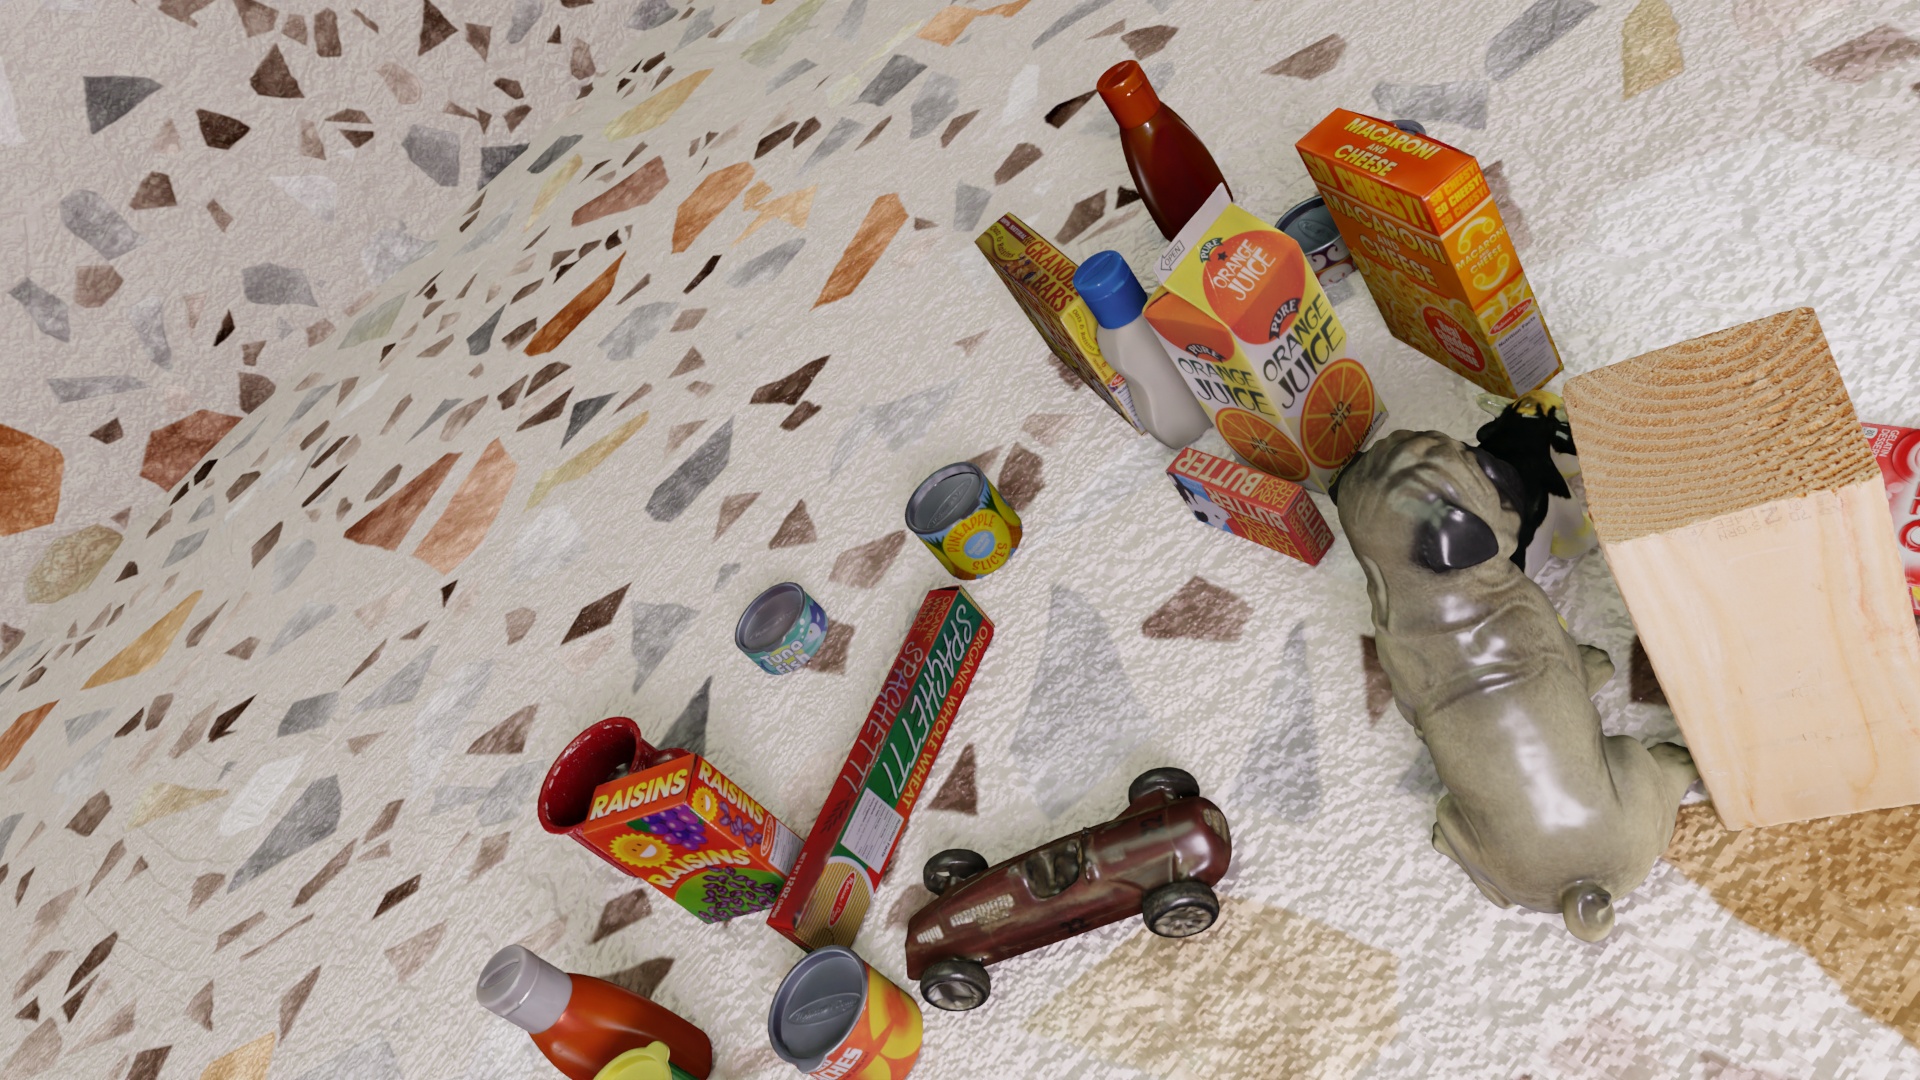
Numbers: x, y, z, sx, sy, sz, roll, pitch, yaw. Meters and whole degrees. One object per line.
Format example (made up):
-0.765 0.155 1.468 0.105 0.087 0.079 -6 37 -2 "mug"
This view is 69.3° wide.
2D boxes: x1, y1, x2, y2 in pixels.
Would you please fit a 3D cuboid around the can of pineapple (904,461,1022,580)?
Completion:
0.004 -0.012 0.993 0.071 0.057 0.071 -24 39 22 "can of pineapple"

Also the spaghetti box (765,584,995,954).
-0.045 0.142 0.882 0.028 0.050 0.251 -2 51 41 "spaghetti box"

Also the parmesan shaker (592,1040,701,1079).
-0.146 0.321 0.742 0.071 0.103 0.072 -24 39 22 "parmesan shaker"

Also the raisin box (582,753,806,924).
-0.163 0.190 0.876 0.086 0.123 0.040 -20 41 26 "raisin box"

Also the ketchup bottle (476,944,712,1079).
-0.212 0.282 0.802 0.064 0.148 0.044 -34 37 10 "ketchup bottle"

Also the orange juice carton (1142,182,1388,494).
0.178 -0.120 0.836 0.072 0.192 0.073 -51 37 -13 "orange juice carton"

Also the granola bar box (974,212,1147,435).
0.084 -0.162 1.021 0.039 0.124 0.166 -39 36 3 "granola bar box"

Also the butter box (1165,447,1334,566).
0.177 -0.022 0.853 0.024 0.053 0.103 -49 37 -11 "butter box"

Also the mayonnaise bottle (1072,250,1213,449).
0.126 -0.129 0.929 0.065 0.147 0.041 -43 36 -3 "mayonnaise bottle"

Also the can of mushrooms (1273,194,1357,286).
0.257 -0.214 0.997 0.071 0.033 0.071 -24 39 22 "can of mushrooms"

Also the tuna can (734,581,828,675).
-0.135 0.069 1.053 0.071 0.032 0.071 -24 39 22 "tuna can"

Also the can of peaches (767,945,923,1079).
-0.062 0.268 0.761 0.071 0.058 0.071 -24 39 22 "can of peaches"

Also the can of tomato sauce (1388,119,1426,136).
0.294 -0.228 0.937 0.071 0.083 0.071 -24 39 22 "can of tomato sauce"

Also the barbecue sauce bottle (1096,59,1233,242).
0.156 -0.304 1.082 0.065 0.148 0.044 -45 36 -5 "barbecue sauce bottle"

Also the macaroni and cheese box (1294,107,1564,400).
0.277 -0.169 0.821 0.040 0.166 0.124 -40 36 1 "macaroni and cheese box"
